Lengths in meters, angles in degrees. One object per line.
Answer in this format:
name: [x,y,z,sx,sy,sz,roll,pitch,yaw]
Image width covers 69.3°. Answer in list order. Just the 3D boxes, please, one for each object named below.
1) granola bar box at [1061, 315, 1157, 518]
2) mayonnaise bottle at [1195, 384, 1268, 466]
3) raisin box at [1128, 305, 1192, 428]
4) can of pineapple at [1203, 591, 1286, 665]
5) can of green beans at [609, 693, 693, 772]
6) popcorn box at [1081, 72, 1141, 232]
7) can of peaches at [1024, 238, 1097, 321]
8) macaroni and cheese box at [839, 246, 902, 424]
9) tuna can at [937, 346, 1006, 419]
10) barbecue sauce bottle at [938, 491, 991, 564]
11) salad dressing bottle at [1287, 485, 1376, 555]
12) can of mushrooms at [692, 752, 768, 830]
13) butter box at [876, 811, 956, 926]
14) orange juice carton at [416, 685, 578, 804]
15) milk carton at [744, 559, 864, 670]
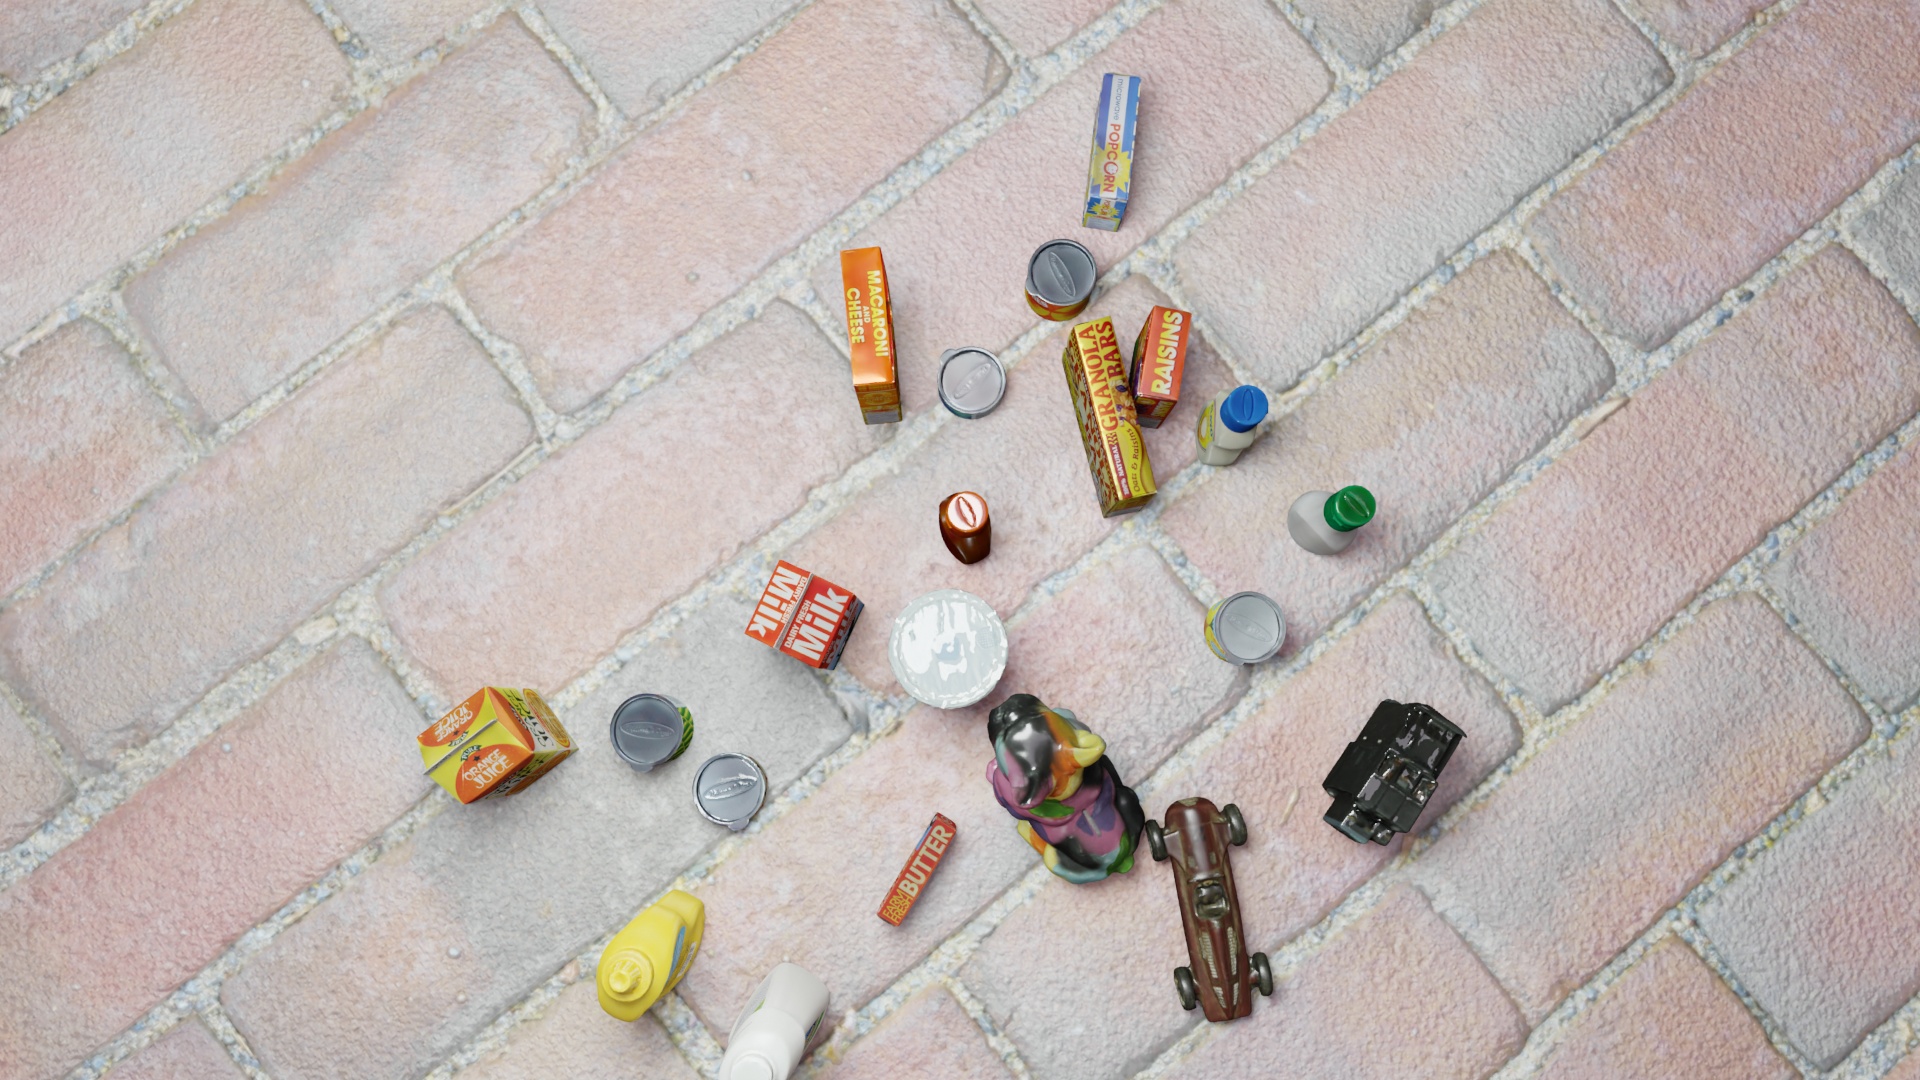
granola bar box: [0.135,-0.110,1.286,0.039,0.124,0.165,-14,83,-2]
mayonnaise bottle: [0.248,-0.110,1.275,0.041,0.148,0.065,3,83,0]
raisin box: [0.181,-0.159,1.294,0.040,0.123,0.086,11,83,1]
can of pineapple: [0.263,0.083,1.296,0.071,0.058,0.071,0,83,-1]
can of green beans: [-0.283,0.174,1.276,0.071,0.057,0.071,0,83,-1]
popcorn box: [0.145,-0.373,1.340,0.038,0.085,0.127,7,83,0]
can of peaches: [0.094,-0.249,1.337,0.071,0.058,0.071,0,83,-1]
macaroni and cheese box: [-0.080,-0.184,1.271,0.040,0.166,0.124,-6,83,-1]
tuna can: [0.009,-0.153,1.336,0.071,0.033,0.071,0,83,-1]
barbecue sauce bottle: [0.004,-0.016,1.259,0.044,0.148,0.065,-25,84,-4]
salad dressing bottle: [0.339,-0.021,1.265,0.044,0.147,0.064,-42,85,-5]
can of mushrooms: [-0.211,0.231,1.282,0.071,0.033,0.071,0,83,-1]
butter box: [-0.039,0.299,1.266,0.024,0.053,0.103,32,83,3]
orange juice carton: [-0.404,0.176,1.206,0.072,0.192,0.073,-37,85,-5]
milk carton: [-0.137,0.067,1.225,0.073,0.190,0.072,25,84,2]
